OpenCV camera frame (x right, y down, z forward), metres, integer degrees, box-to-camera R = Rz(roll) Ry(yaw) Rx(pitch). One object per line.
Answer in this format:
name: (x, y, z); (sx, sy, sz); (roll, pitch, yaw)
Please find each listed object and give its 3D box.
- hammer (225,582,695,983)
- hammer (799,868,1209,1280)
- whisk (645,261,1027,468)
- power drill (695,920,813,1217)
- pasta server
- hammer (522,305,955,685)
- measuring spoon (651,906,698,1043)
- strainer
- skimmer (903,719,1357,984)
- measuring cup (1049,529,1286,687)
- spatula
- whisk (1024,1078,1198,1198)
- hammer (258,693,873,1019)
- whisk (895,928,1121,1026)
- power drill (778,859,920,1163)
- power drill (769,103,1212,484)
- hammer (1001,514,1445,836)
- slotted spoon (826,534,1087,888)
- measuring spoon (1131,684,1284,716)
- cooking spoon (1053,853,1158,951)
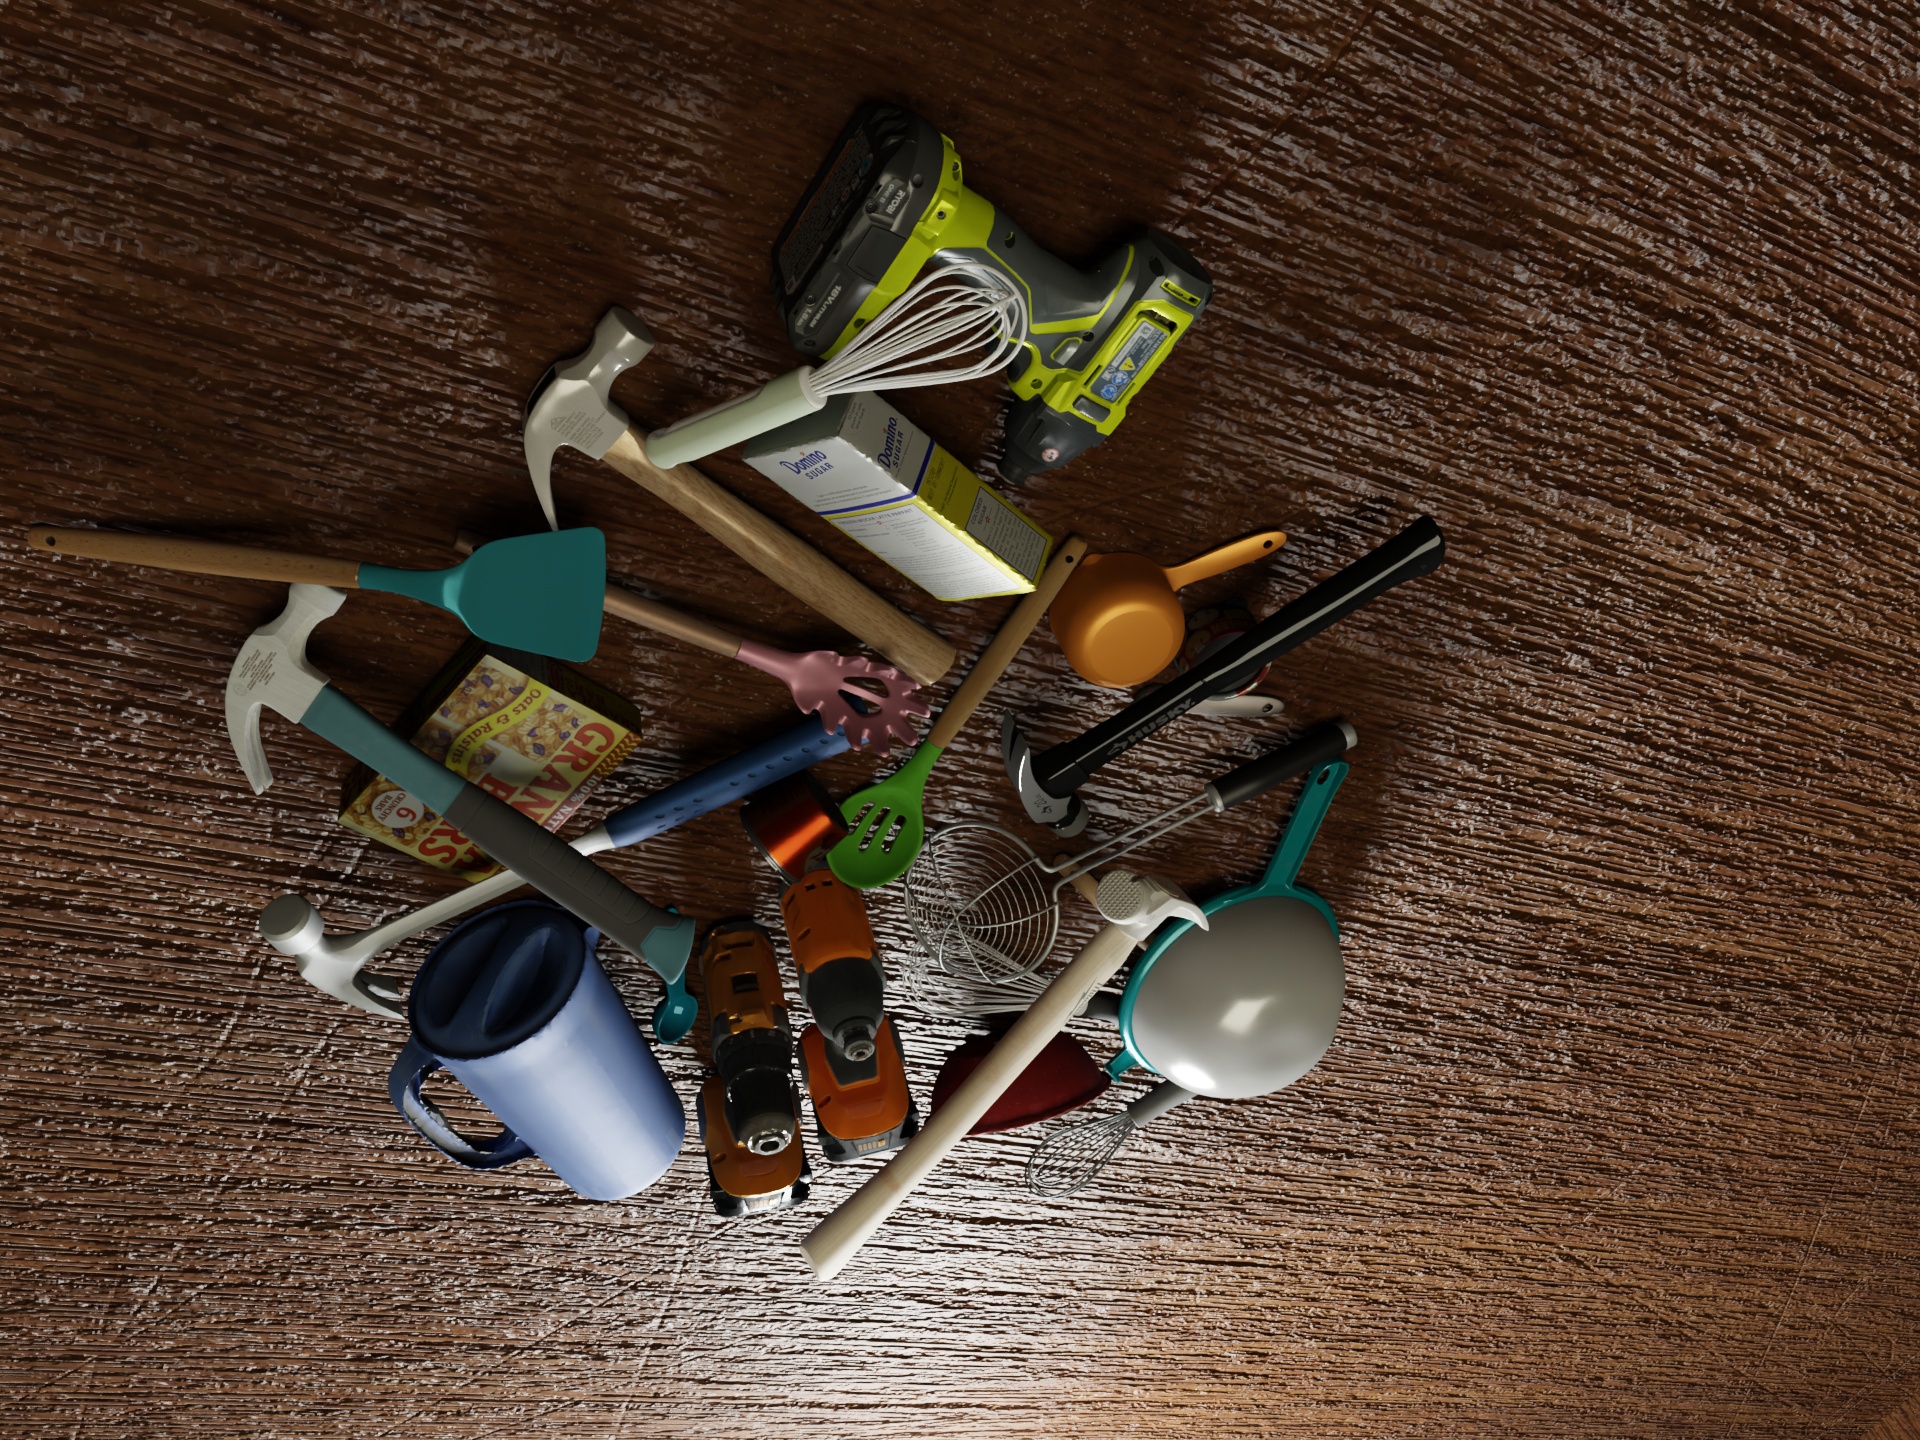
hammer: (-0.301, 0.055, 0.985); (0.331, 0.033, 0.128); (37, 93, -13)
hammer: (0.026, 0.276, 1.211); (0.410, 0.038, 0.146); (-49, 149, 11)
whisk: (-0.073, -0.183, 0.856); (0.246, 0.058, 0.059); (-16, 115, 28)
power drill: (-0.157, 0.292, 1.216); (0.084, 0.186, 0.226); (-7, 133, -13)
pasta server: (-0.165, -0.054, 1.009); (0.316, 0.040, 0.060); (22, 102, -22)
hammer: (-0.128, -0.111, 0.995); (0.130, 0.031, 0.331); (-42, 127, 18)
measuring spoon: (-0.226, 0.193, 1.224); (0.042, 0.021, 0.128); (-31, 134, -43)
strainer: (0.261, 0.190, 1.292); (0.211, 0.095, 0.340); (2, 122, -26)
skimmer: (0.131, 0.084, 1.216); (0.363, 0.090, 0.127); (-25, 91, -10)
measuring cup: (0.148, -0.081, 1.083); (0.173, 0.052, 0.095); (-22, 131, 5)
spatula: (-0.369, -0.088, 0.921); (0.317, 0.044, 0.082); (7, 106, -4)
whisk: (0.160, 0.363, 1.452); (0.239, 0.055, 0.055); (-35, 129, 7)
hammer: (-0.246, 0.083, 1.073); (0.405, 0.035, 0.143); (-25, 146, -8)
whisk: (0.069, 0.226, 1.311); (0.284, 0.070, 0.070); (18, 121, -33)
power drill: (-0.084, 0.237, 1.204); (0.084, 0.164, 0.226); (-12, 132, -8)
power drill: (0.011, -0.232, 0.908); (0.223, 0.080, 0.171); (20, 125, -32)
hammer: (0.177, -0.038, 1.078); (0.335, 0.035, 0.146); (-32, 147, 8)
slotted spoon: (-0.002, -0.004, 1.121); (0.070, 0.031, 0.313); (28, 115, -15)
measuring spoon: (0.186, -0.008, 1.176); (0.124, 0.018, 0.034); (1, 128, -17)
cooking spoon: (0.170, 0.197, 1.335); (0.069, 0.017, 0.318); (-44, 126, 4)
